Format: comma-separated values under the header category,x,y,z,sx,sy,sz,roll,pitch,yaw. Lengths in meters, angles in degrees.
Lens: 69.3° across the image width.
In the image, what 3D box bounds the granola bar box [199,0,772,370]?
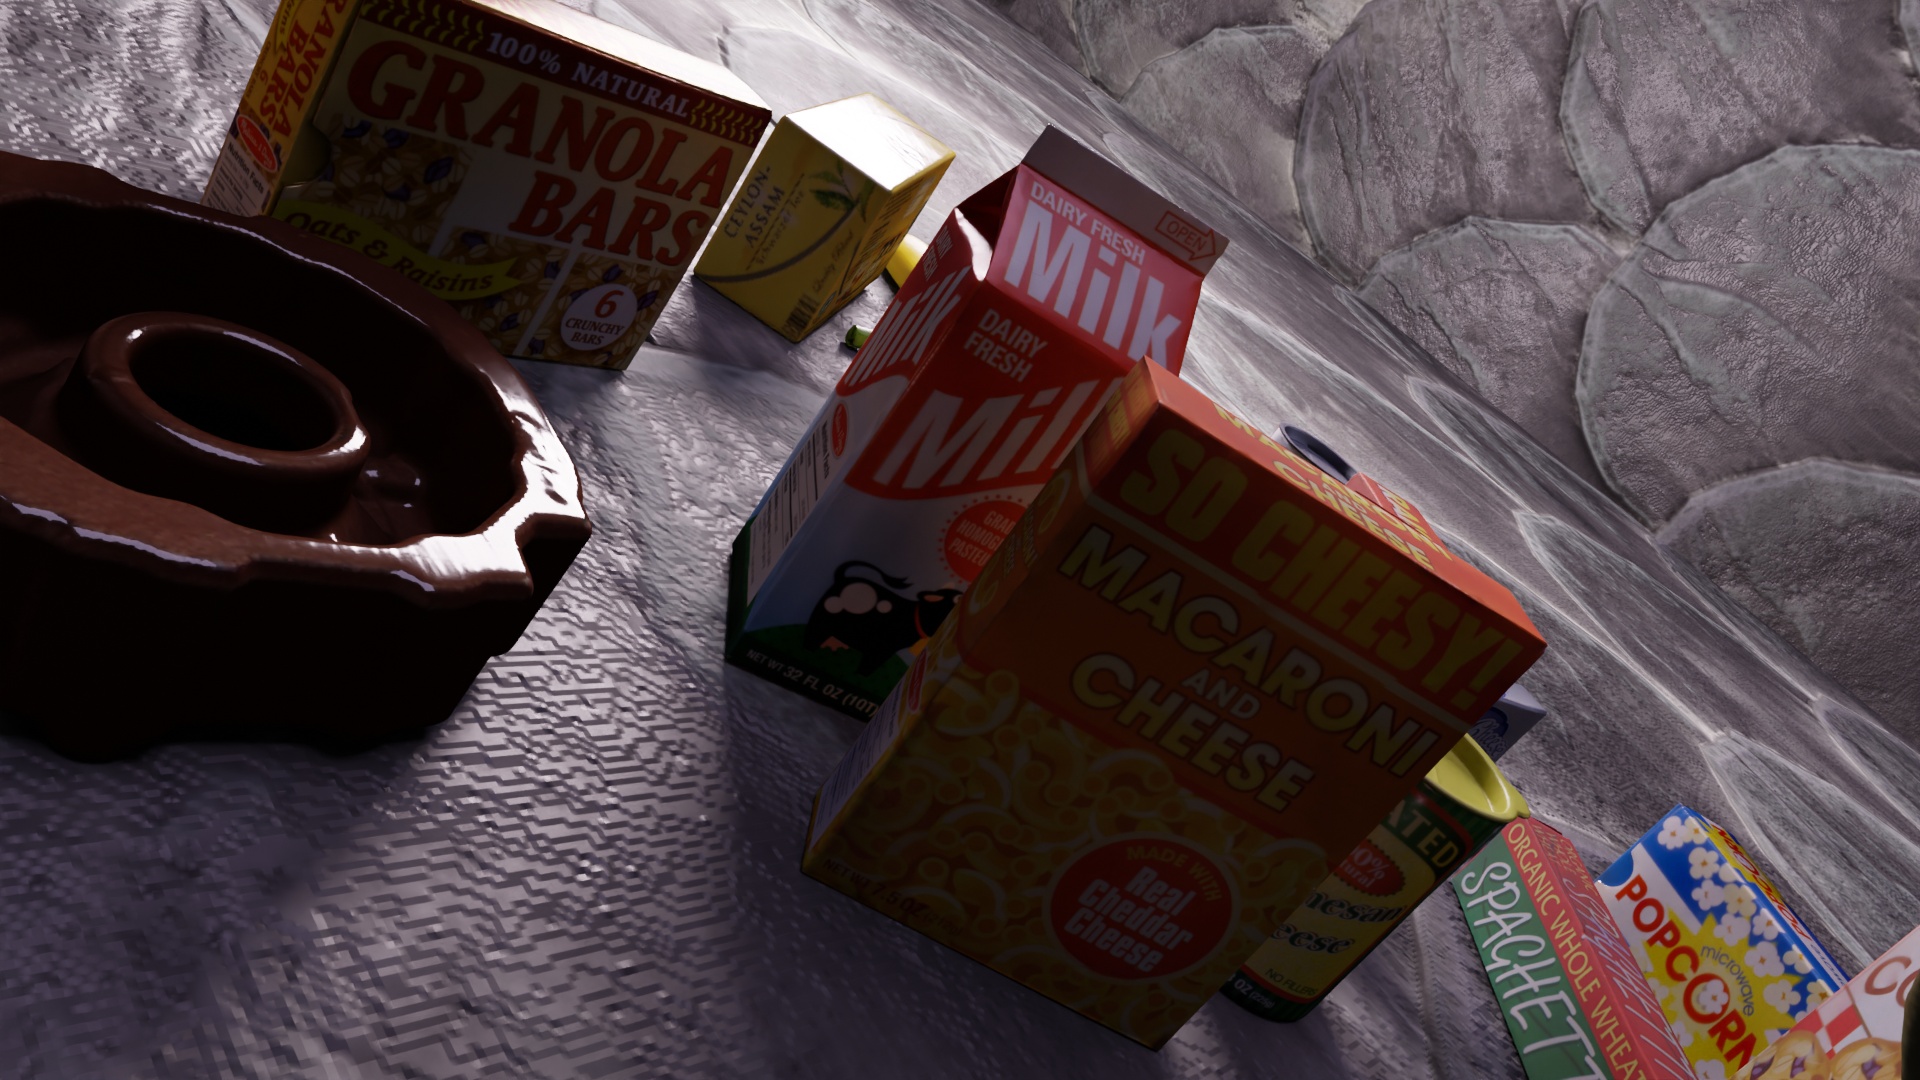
category,x,y,z,sx,sy,sz,roll,pitch,yaw
granola bar box,-0.160,-0.125,0.483,0.039,0.123,0.166,47,25,26

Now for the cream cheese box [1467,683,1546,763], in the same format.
category,x,y,z,sx,sy,sz,roll,pitch,yaw
cream cheese box,0.261,0.094,0.738,0.104,0.053,0.024,18,28,-36

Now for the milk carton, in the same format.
category,x,y,z,sx,sy,sz,roll,pitch,yaw
milk carton,0.002,-0.036,0.448,0.072,0.189,0.074,27,24,-21

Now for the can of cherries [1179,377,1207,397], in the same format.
category,x,y,z,sx,sy,sz,roll,pitch,yaw
can of cherries,0.120,-0.066,0.847,0.071,0.058,0.072,30,23,-14

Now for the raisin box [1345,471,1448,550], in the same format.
category,x,y,z,sx,sy,sz,roll,pitch,yaw
raisin box,0.159,0.042,0.604,0.040,0.123,0.086,29,23,-16

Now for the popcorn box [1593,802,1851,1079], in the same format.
category,x,y,z,sx,sy,sz,roll,pitch,yaw
popcorn box,0.324,0.189,0.598,0.038,0.085,0.127,28,24,-19

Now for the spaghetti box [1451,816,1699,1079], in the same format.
category,x,y,z,sx,sy,sz,roll,pitch,yaw
spaghetti box,0.238,0.193,0.514,0.028,0.050,0.251,32,23,-10

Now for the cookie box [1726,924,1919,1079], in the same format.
category,x,y,z,sx,sy,sz,roll,pitch,yaw
cookie box,0.319,0.200,0.463,0.040,0.166,0.123,38,22,4

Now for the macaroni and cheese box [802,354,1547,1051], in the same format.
category,x,y,z,sx,sy,sz,roll,pitch,yaw
macaroni and cheese box,0.052,0.051,0.380,0.123,0.165,0.040,30,23,-13

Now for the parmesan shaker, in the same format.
category,x,y,z,sx,sy,sz,roll,pitch,yaw
parmesan shaker,0.126,0.104,0.462,0.071,0.102,0.071,30,23,-14

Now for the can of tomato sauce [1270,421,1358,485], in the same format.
category,x,y,z,sx,sy,sz,roll,pitch,yaw
can of tomato sauce,0.190,-0.016,0.816,0.071,0.082,0.071,30,23,-14
